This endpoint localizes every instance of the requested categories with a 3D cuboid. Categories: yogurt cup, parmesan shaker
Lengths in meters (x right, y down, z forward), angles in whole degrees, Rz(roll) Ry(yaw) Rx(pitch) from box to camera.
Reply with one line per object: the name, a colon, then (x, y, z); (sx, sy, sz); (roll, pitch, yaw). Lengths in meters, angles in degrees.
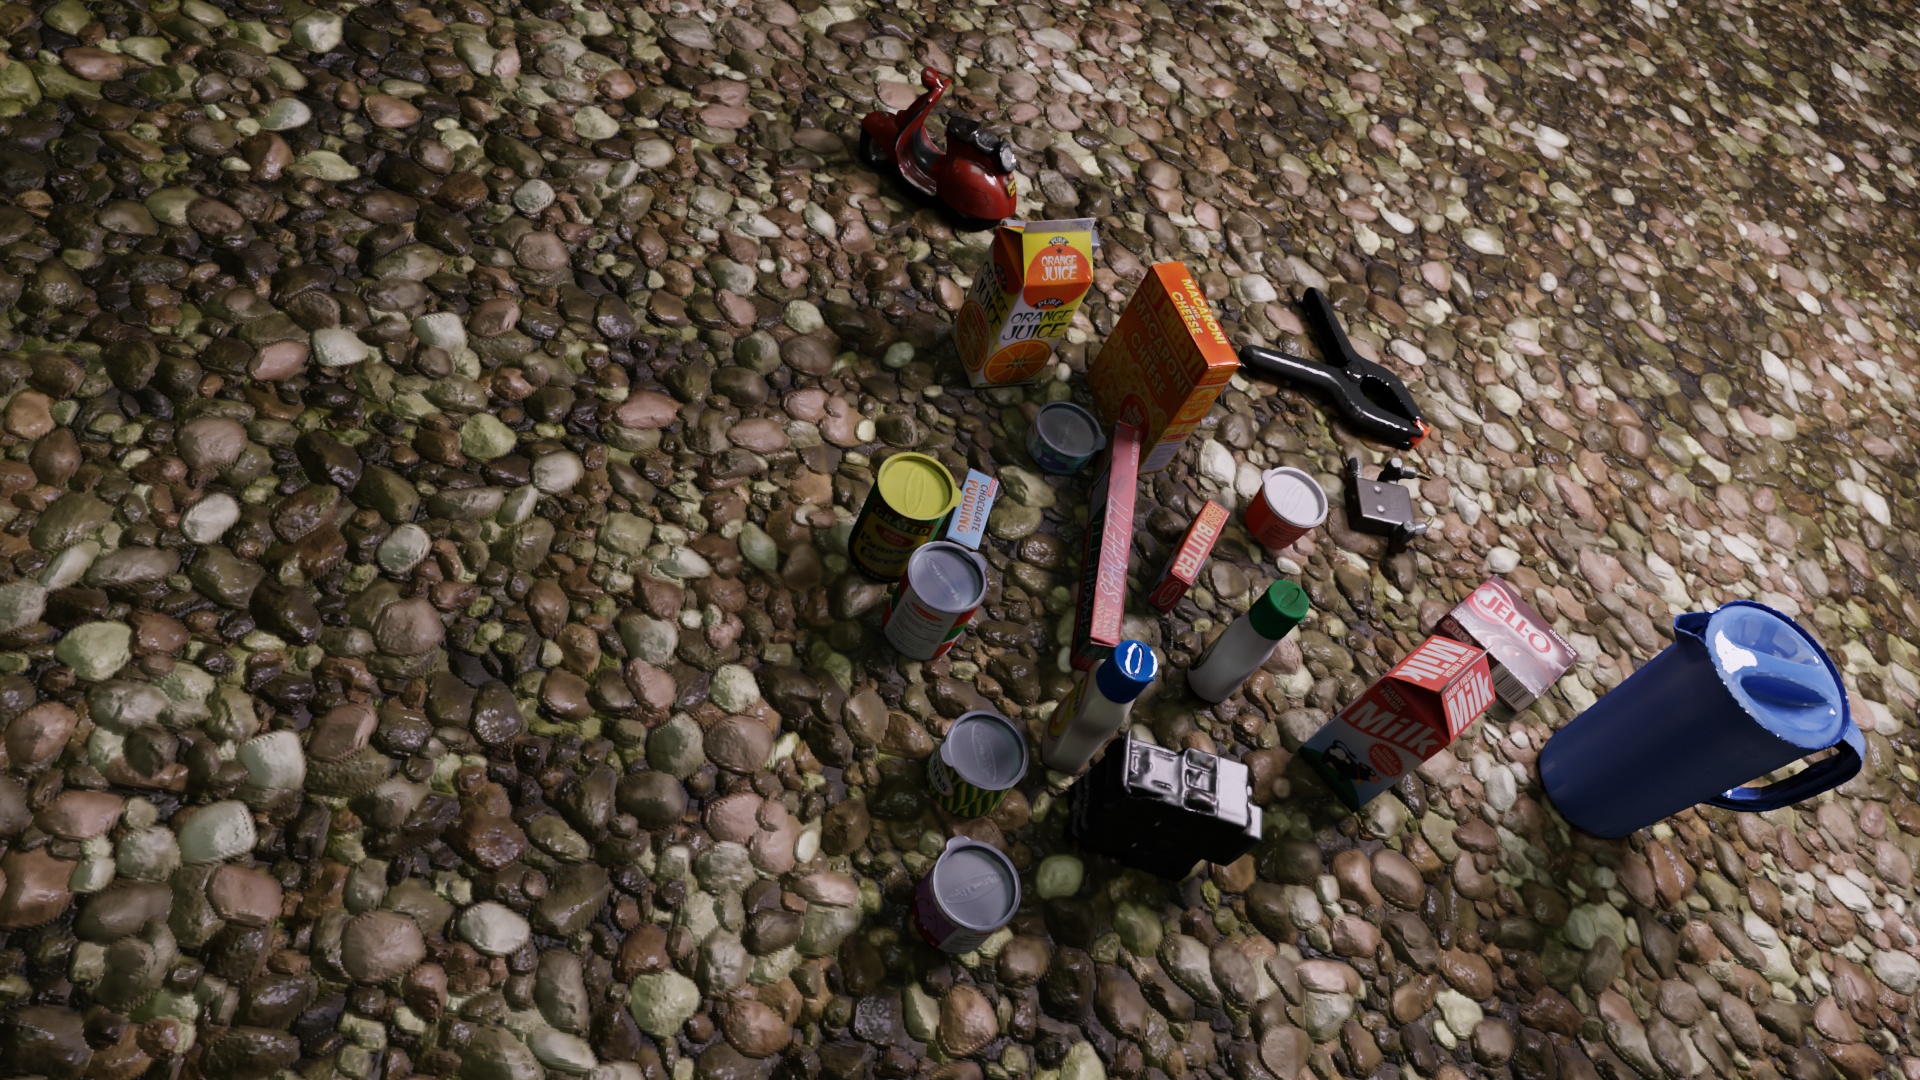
yogurt cup: (0.309, -0.028, 1.330); (0.072, 0.053, 0.073); (10, 54, -15)
parmesan shaker: (-0.048, -0.016, 1.153); (0.071, 0.102, 0.071); (10, 55, -15)

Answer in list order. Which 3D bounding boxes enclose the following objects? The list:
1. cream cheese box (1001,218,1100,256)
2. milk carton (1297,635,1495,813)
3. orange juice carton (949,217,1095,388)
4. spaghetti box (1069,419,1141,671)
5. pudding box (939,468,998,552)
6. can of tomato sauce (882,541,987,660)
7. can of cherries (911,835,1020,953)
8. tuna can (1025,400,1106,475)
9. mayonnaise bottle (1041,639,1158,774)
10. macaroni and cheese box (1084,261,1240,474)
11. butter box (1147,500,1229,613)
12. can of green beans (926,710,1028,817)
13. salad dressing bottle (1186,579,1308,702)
cream cheese box: (0.086, -0.299, 1.430); (0.104, 0.053, 0.024); (2, 57, -20)
milk carton: (0.368, 0.145, 1.148); (0.073, 0.189, 0.073); (-31, 72, -34)
orange juice carton: (0.060, -0.228, 1.283); (0.072, 0.191, 0.073); (-7, 61, -25)
spaghetti box: (0.131, 0.002, 1.243); (0.029, 0.050, 0.251); (18, 53, -9)
pudding box: (0.004, -0.015, 1.206); (0.030, 0.049, 0.084); (23, 52, -5)
can of tomato sauce: (-0.021, 0.049, 1.132); (0.071, 0.082, 0.071); (10, 54, -15)
can of cherries: (0.003, 0.258, 1.013); (0.071, 0.058, 0.072); (10, 54, -15)
tuna can: (0.099, -0.095, 1.308); (0.071, 0.032, 0.071); (10, 54, -14)
mayonnaise bottle: (0.108, 0.127, 1.087); (0.041, 0.147, 0.065); (23, 52, -6)
macaroni and cheese box: (0.186, -0.160, 1.301); (0.040, 0.165, 0.124); (-9, 61, -26)
butter box: (0.207, 0.014, 1.263); (0.024, 0.052, 0.104); (33, 52, 2)
can of green beans: (0.012, 0.173, 1.075); (0.071, 0.057, 0.071); (10, 54, -15)
salad dressing bottle: (0.242, 0.085, 1.167); (0.044, 0.146, 0.064); (45, 54, 12)
